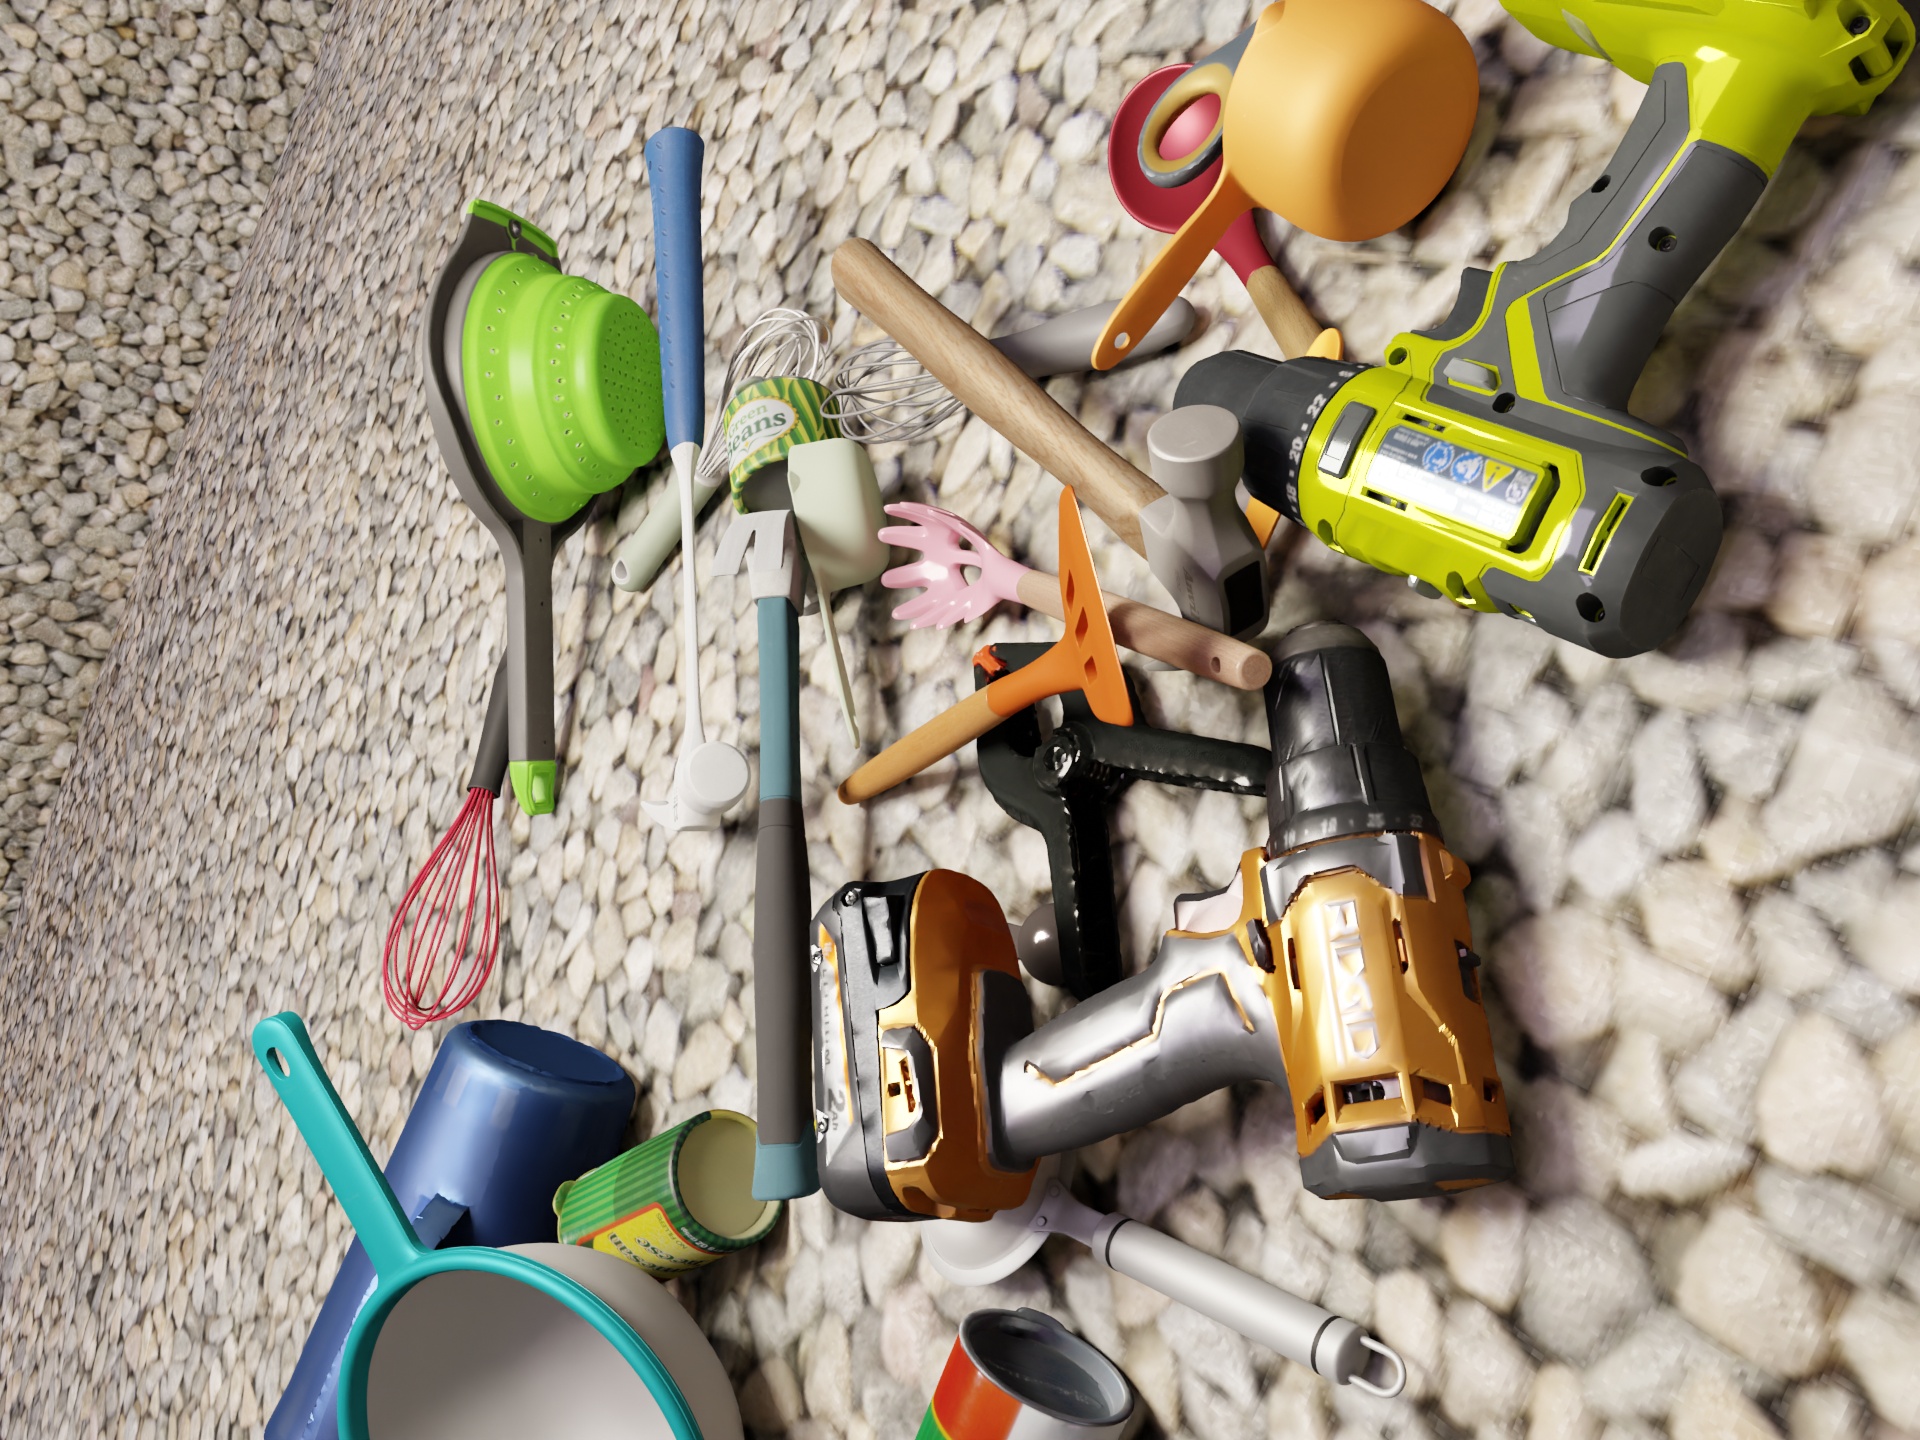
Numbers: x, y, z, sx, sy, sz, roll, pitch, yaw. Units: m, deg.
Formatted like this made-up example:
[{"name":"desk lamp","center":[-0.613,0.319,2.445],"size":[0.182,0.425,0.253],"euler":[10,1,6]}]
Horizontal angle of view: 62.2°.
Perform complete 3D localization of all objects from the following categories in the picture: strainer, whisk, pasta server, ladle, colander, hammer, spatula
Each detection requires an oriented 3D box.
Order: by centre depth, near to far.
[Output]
[{"name":"strainer","center":[0.051,0.184,0.577],"size":[0.258,0.050,0.087],"euler":[9,68,49]},{"name":"ladle","center":[0.130,-0.160,0.629],"size":[0.069,0.031,0.316],"euler":[-41,48,27]},{"name":"pasta server","center":[0.032,-0.048,0.642],"size":[0.316,0.040,0.060],"euler":[-147,51,-66]},{"name":"spatula","center":[-0.001,-0.002,0.644],"size":[0.322,0.041,0.081],"euler":[-32,69,63]},{"name":"hammer","center":[0.024,-0.130,0.665],"size":[0.031,0.129,0.332],"euler":[-29,43,-11]},{"name":"strainer","center":[-0.210,0.272,0.738],"size":[0.211,0.095,0.340],"euler":[-38,80,26]},{"name":"hammer","center":[-0.083,0.054,0.747],"size":[0.033,0.128,0.331],"euler":[-6,71,7]},{"name":"whisk","center":[0.015,-0.171,0.762],"size":[0.239,0.055,0.055],"euler":[-1,74,47]},{"name":"hammer","center":[-0.154,-0.136,0.884],"size":[0.144,0.035,0.406],"euler":[142,126,-66]},{"name":"whisk","center":[-0.152,-0.157,0.966],"size":[0.246,0.059,0.058],"euler":[-44,67,38]},{"name":"colander","center":[-0.251,-0.137,1.040],"size":[0.094,0.204,0.397],"euler":[-2,90,16]},{"name":"whisk","center":[-0.332,0.068,1.092],"size":[0.073,0.073,0.296],"euler":[-18,55,47]}]

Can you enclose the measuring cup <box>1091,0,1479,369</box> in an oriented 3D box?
[{"name":"measuring cup","center":[0.119,-0.189,0.587],"size":[0.173,0.095,0.052],"euler":[-50,50,7]}]

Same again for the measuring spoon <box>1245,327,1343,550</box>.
[{"name":"measuring spoon","center":[0.123,-0.091,0.603],"size":[0.021,0.011,0.117],"euler":[42,121,48]}]

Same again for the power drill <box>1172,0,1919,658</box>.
[{"name":"power drill","center":[0.178,-0.153,0.508],"size":[0.191,0.080,0.228],"euler":[33,103,42]}]

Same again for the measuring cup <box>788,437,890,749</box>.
[{"name":"measuring cup","center":[-0.051,-0.065,0.788],"size":[0.038,0.083,0.168],"euler":[-14,66,5]}]

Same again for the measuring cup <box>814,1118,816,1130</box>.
[{"name":"measuring cup","center":[-0.023,0.153,0.693],"size":[0.156,0.029,0.062],"euler":[-49,14,46]}]

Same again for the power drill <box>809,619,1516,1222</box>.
[{"name":"power drill","center":[0.060,0.075,0.542],"size":[0.226,0.084,0.185],"euler":[-16,66,28]}]

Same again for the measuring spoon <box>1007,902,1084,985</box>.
[{"name":"measuring spoon","center":[0.006,0.094,0.685],"size":[0.124,0.018,0.034],"euler":[-7,70,51]}]
